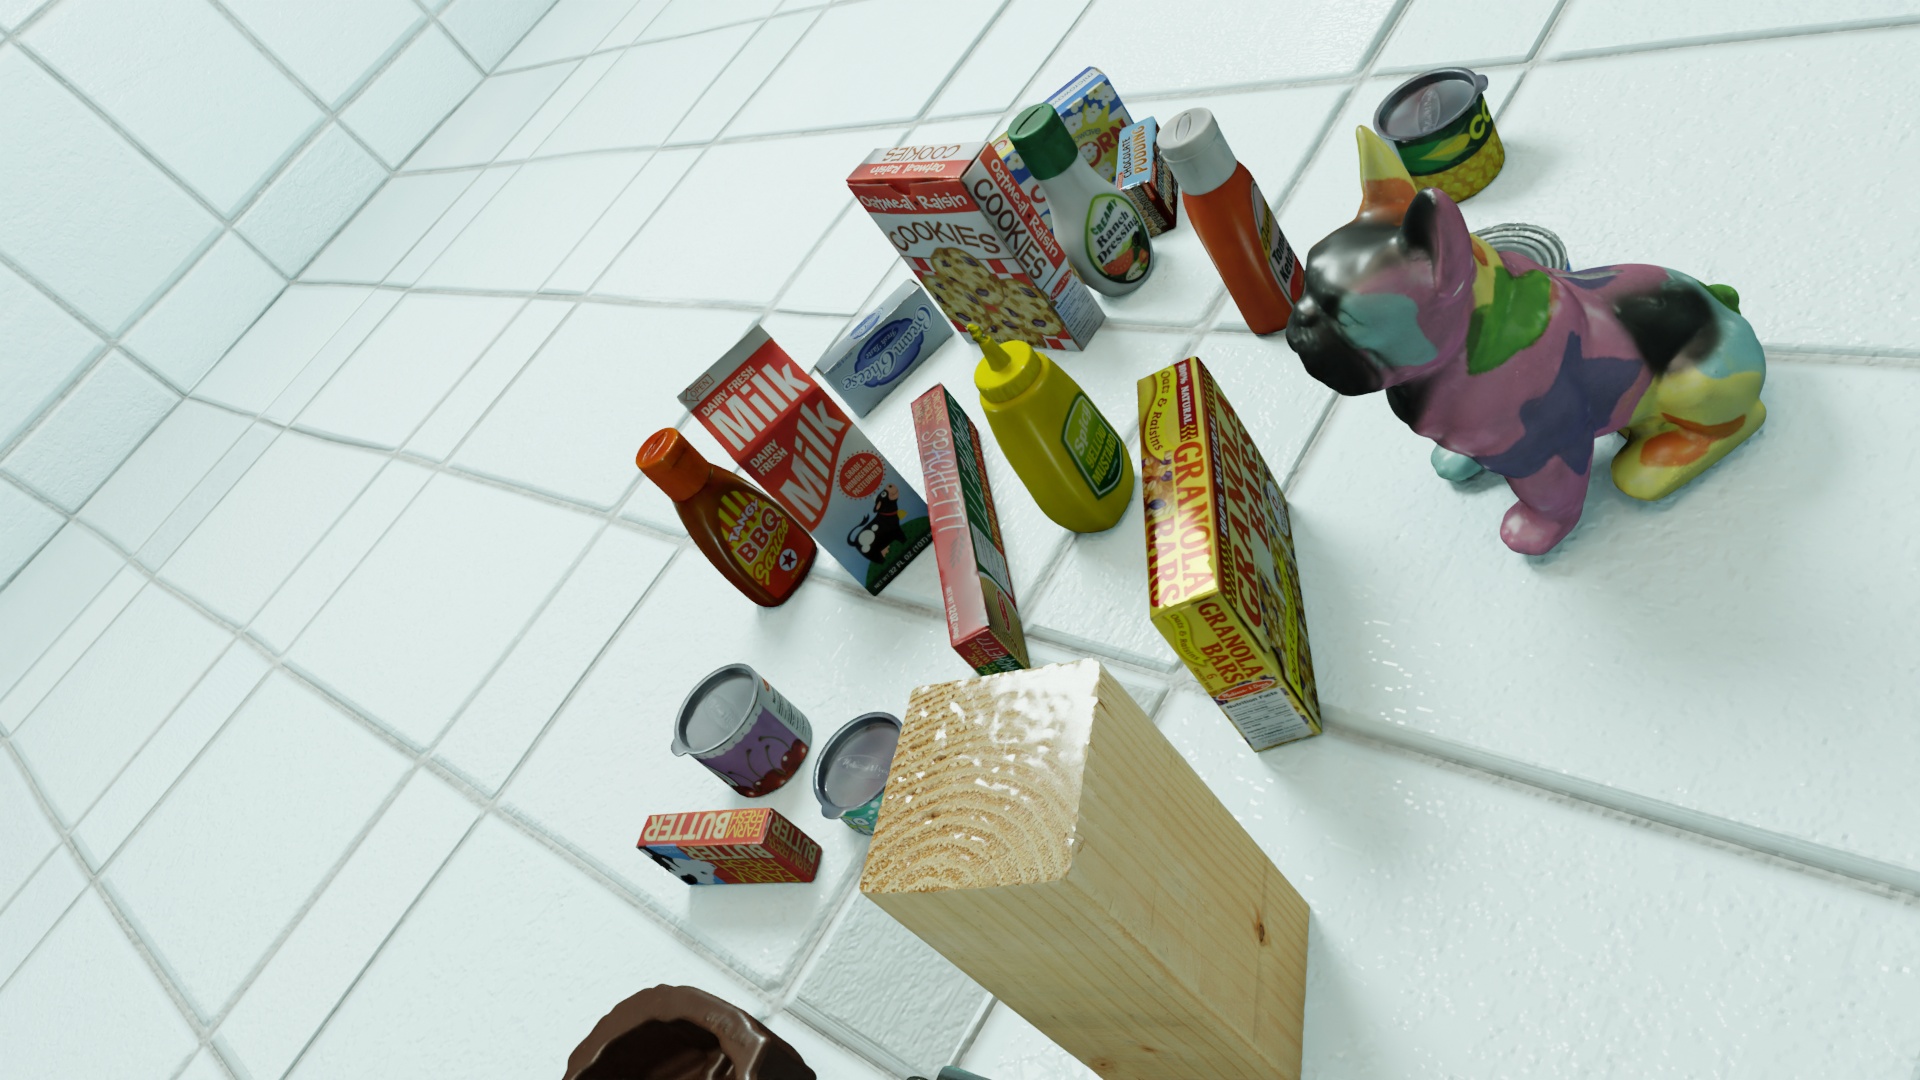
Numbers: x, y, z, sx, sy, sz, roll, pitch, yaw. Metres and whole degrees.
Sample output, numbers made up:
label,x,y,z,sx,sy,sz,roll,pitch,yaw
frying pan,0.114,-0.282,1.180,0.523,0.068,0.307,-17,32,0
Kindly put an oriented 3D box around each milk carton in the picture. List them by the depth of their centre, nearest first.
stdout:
label,x,y,z,sx,sy,sz,roll,pitch,yaw
milk carton,-0.100,-0.055,0.913,0.072,0.190,0.073,-44,37,-3

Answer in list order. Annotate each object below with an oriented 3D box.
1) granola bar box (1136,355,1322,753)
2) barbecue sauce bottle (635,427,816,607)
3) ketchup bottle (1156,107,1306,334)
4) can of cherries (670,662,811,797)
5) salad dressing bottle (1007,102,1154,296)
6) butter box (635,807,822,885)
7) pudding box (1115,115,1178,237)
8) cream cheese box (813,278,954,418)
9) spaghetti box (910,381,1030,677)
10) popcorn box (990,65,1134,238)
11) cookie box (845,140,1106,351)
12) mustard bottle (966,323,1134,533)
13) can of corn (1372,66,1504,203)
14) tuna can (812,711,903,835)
label,x,y,z,sx,sy,sz,roll,pitch,yaw
granola bar box,0.136,0.005,0.708,0.039,0.124,0.166,-21,42,24
barbecue sauce bottle,-0.164,-0.018,0.967,0.043,0.148,0.065,7,58,44
ketchup bottle,0.169,-0.199,0.861,0.043,0.148,0.065,-13,45,32
can of cherries,-0.139,0.122,0.880,0.071,0.058,0.072,-23,41,22
salad dressing bottle,0.084,-0.237,0.972,0.064,0.147,0.044,-50,38,-11
butter box,-0.137,0.182,0.823,0.103,0.053,0.024,-11,47,33
pudding box,0.140,-0.272,1.039,0.030,0.049,0.084,-17,44,28
cream cheese box,-0.059,-0.150,1.085,0.104,0.053,0.024,-44,37,-4
spaghetti box,0.003,-0.011,0.897,0.028,0.050,0.251,-29,39,15
popcorn box,0.078,-0.296,1.086,0.126,0.085,0.038,-37,38,5
cookie box,0.011,-0.206,0.987,0.123,0.167,0.040,13,63,47
mustard bottle,0.049,-0.071,0.827,0.049,0.159,0.065,-5,50,38
can of corn,0.304,-0.254,0.874,0.071,0.058,0.071,-23,41,22
tuna can,-0.052,0.138,0.811,0.071,0.032,0.071,-23,41,22
